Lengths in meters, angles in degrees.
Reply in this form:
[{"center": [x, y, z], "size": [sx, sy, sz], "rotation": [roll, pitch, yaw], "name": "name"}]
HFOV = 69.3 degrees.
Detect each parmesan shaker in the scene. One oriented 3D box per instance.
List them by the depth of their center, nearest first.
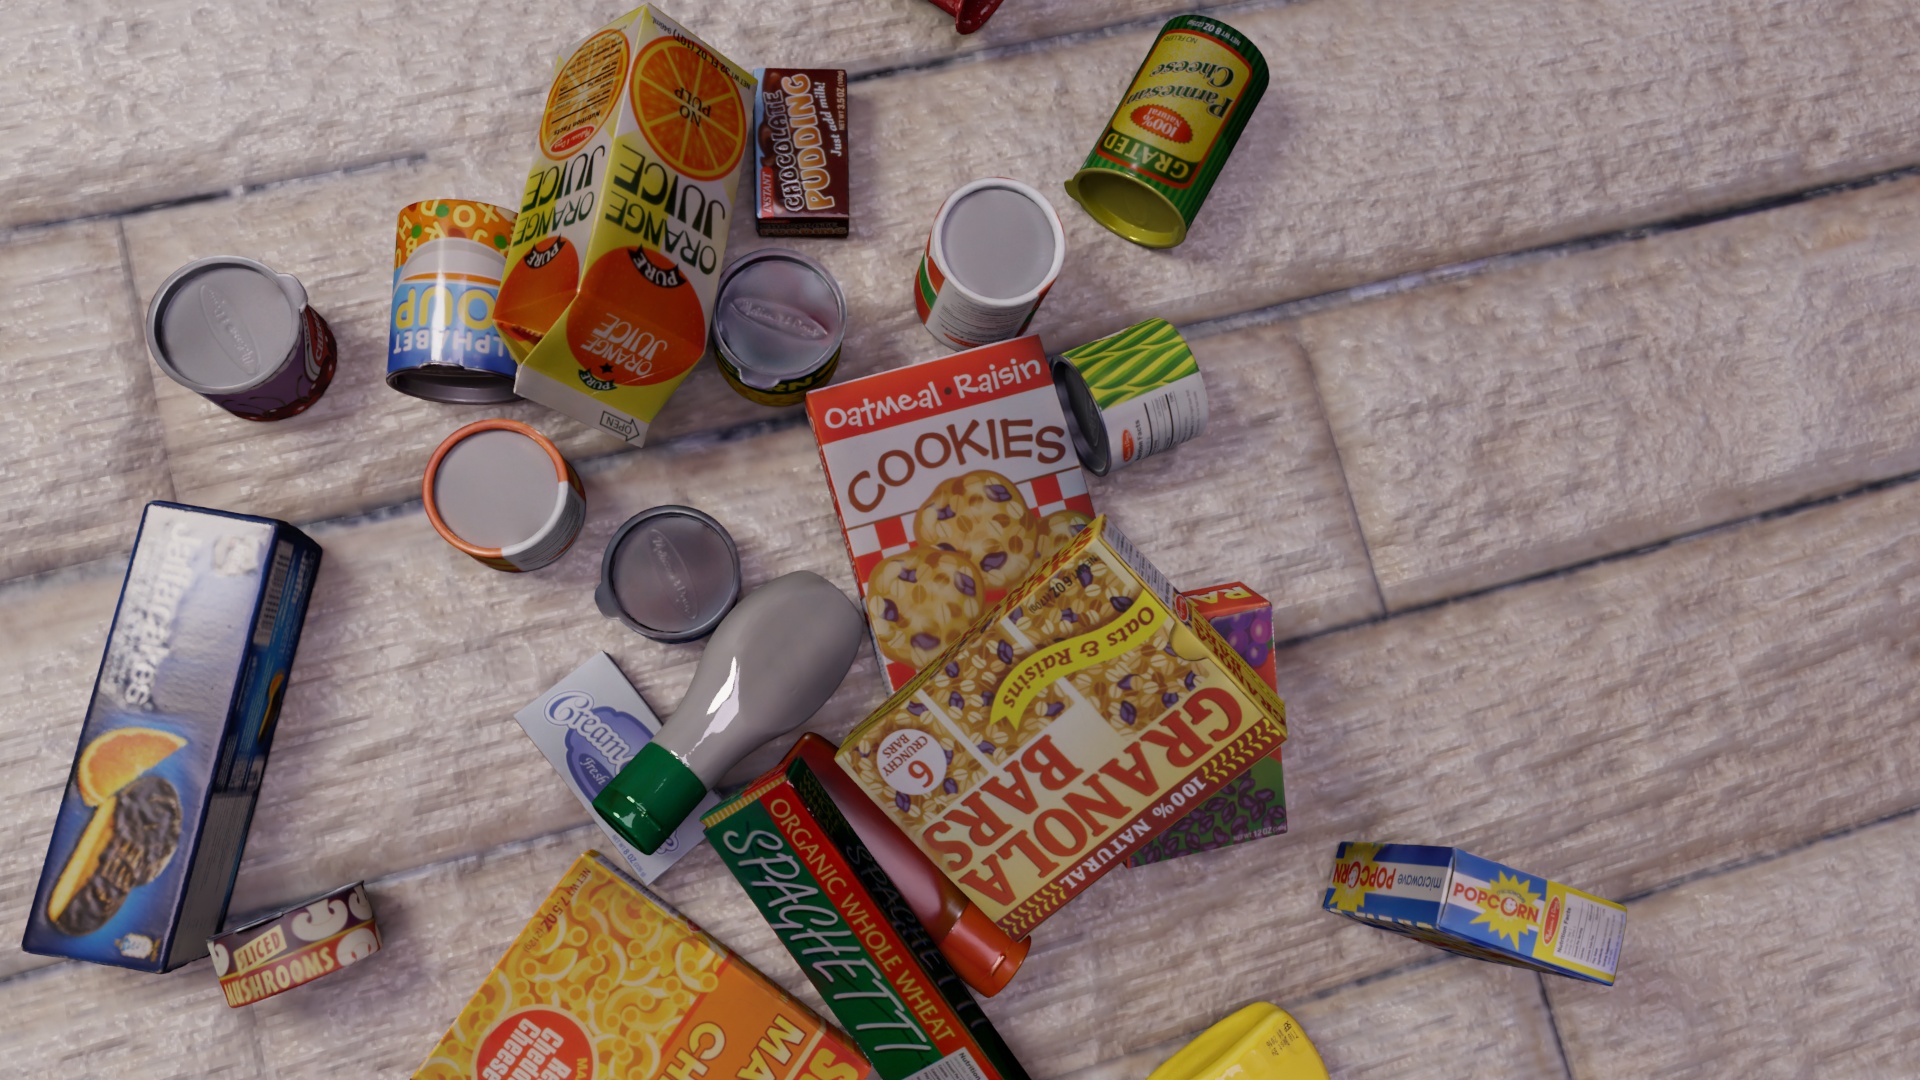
[{"center": [0.109, -0.217, 0.734], "size": [0.071, 0.071, 0.103], "rotation": [29, 79, -2], "name": "parmesan shaker"}]

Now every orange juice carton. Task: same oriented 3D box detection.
[{"center": [-0.161, -0.145, 0.658], "size": [0.072, 0.073, 0.193], "rotation": [25, 66, -45], "name": "orange juice carton"}]

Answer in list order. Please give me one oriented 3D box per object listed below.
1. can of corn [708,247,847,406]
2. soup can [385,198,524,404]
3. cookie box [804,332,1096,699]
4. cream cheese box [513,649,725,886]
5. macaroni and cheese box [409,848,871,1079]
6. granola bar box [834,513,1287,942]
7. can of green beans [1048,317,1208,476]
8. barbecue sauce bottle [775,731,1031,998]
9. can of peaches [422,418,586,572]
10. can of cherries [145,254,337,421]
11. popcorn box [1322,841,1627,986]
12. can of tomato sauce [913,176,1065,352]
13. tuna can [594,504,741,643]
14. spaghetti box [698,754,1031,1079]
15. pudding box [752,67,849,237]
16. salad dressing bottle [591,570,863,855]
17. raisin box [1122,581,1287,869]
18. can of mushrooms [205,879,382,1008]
[{"center": [-0.092, -0.102, 0.692], "size": [0.071, 0.058, 0.071], "rotation": [1, 81, -7], "name": "can of corn"}, {"center": [-0.239, -0.114, 0.668], "size": [0.071, 0.071, 0.084], "rotation": [1, 81, -7], "name": "soup can"}, {"center": [0.002, -0.009, 0.700], "size": [0.123, 0.040, 0.167], "rotation": [-16, 85, -10], "name": "cookie box"}, {"center": [-0.161, 0.108, 0.668], "size": [0.053, 0.024, 0.104], "rotation": [-39, 88, -13], "name": "cream cheese box"}, {"center": [-0.143, 0.242, 0.641], "size": [0.166, 0.040, 0.124], "rotation": [36, 79, 0], "name": "macaroni and cheese box"}, {"center": [0.044, 0.088, 0.631], "size": [0.165, 0.039, 0.124], "rotation": [-42, 96, 18], "name": "granola bar box"}, {"center": [0.085, -0.073, 0.707], "size": [0.058, 0.071, 0.071], "rotation": [-23, 85, -11], "name": "can of green beans"}, {"center": [-0.034, 0.160, 0.666], "size": [0.148, 0.043, 0.065], "rotation": [38, 85, -1], "name": "barbecue sauce bottle"}, {"center": [-0.219, -0.022, 0.663], "size": [0.071, 0.058, 0.071], "rotation": [1, 82, -8], "name": "can of peaches"}, {"center": [-0.336, -0.095, 0.659], "size": [0.071, 0.058, 0.071], "rotation": [1, 80, -7], "name": "can of cherries"}, {"center": [0.239, 0.174, 0.658], "size": [0.085, 0.126, 0.038], "rotation": [18, 77, -5], "name": "popcorn box"}, {"center": [0.013, -0.139, 0.699], "size": [0.071, 0.083, 0.071], "rotation": [1, 82, -7], "name": "can of tomato sauce"}, {"center": [-0.143, 0.019, 0.679], "size": [0.071, 0.032, 0.071], "rotation": [1, 81, -7], "name": "tuna can"}, {"center": [-0.027, 0.211, 0.636], "size": [0.050, 0.029, 0.249], "rotation": [-32, 98, 12], "name": "spaghetti box"}, {"center": [-0.083, -0.202, 0.723], "size": [0.050, 0.030, 0.084], "rotation": [-1, 81, -7], "name": "pudding box"}, {"center": [-0.108, 0.079, 0.651], "size": [0.148, 0.044, 0.064], "rotation": [-48, 119, -25], "name": "salad dressing bottle"}, {"center": [0.109, 0.089, 0.676], "size": [0.086, 0.040, 0.123], "rotation": [-10, 105, -9], "name": "raisin box"}, {"center": [-0.295, 0.179, 0.615], "size": [0.071, 0.071, 0.033], "rotation": [-19, 86, -10], "name": "can of mushrooms"}]
